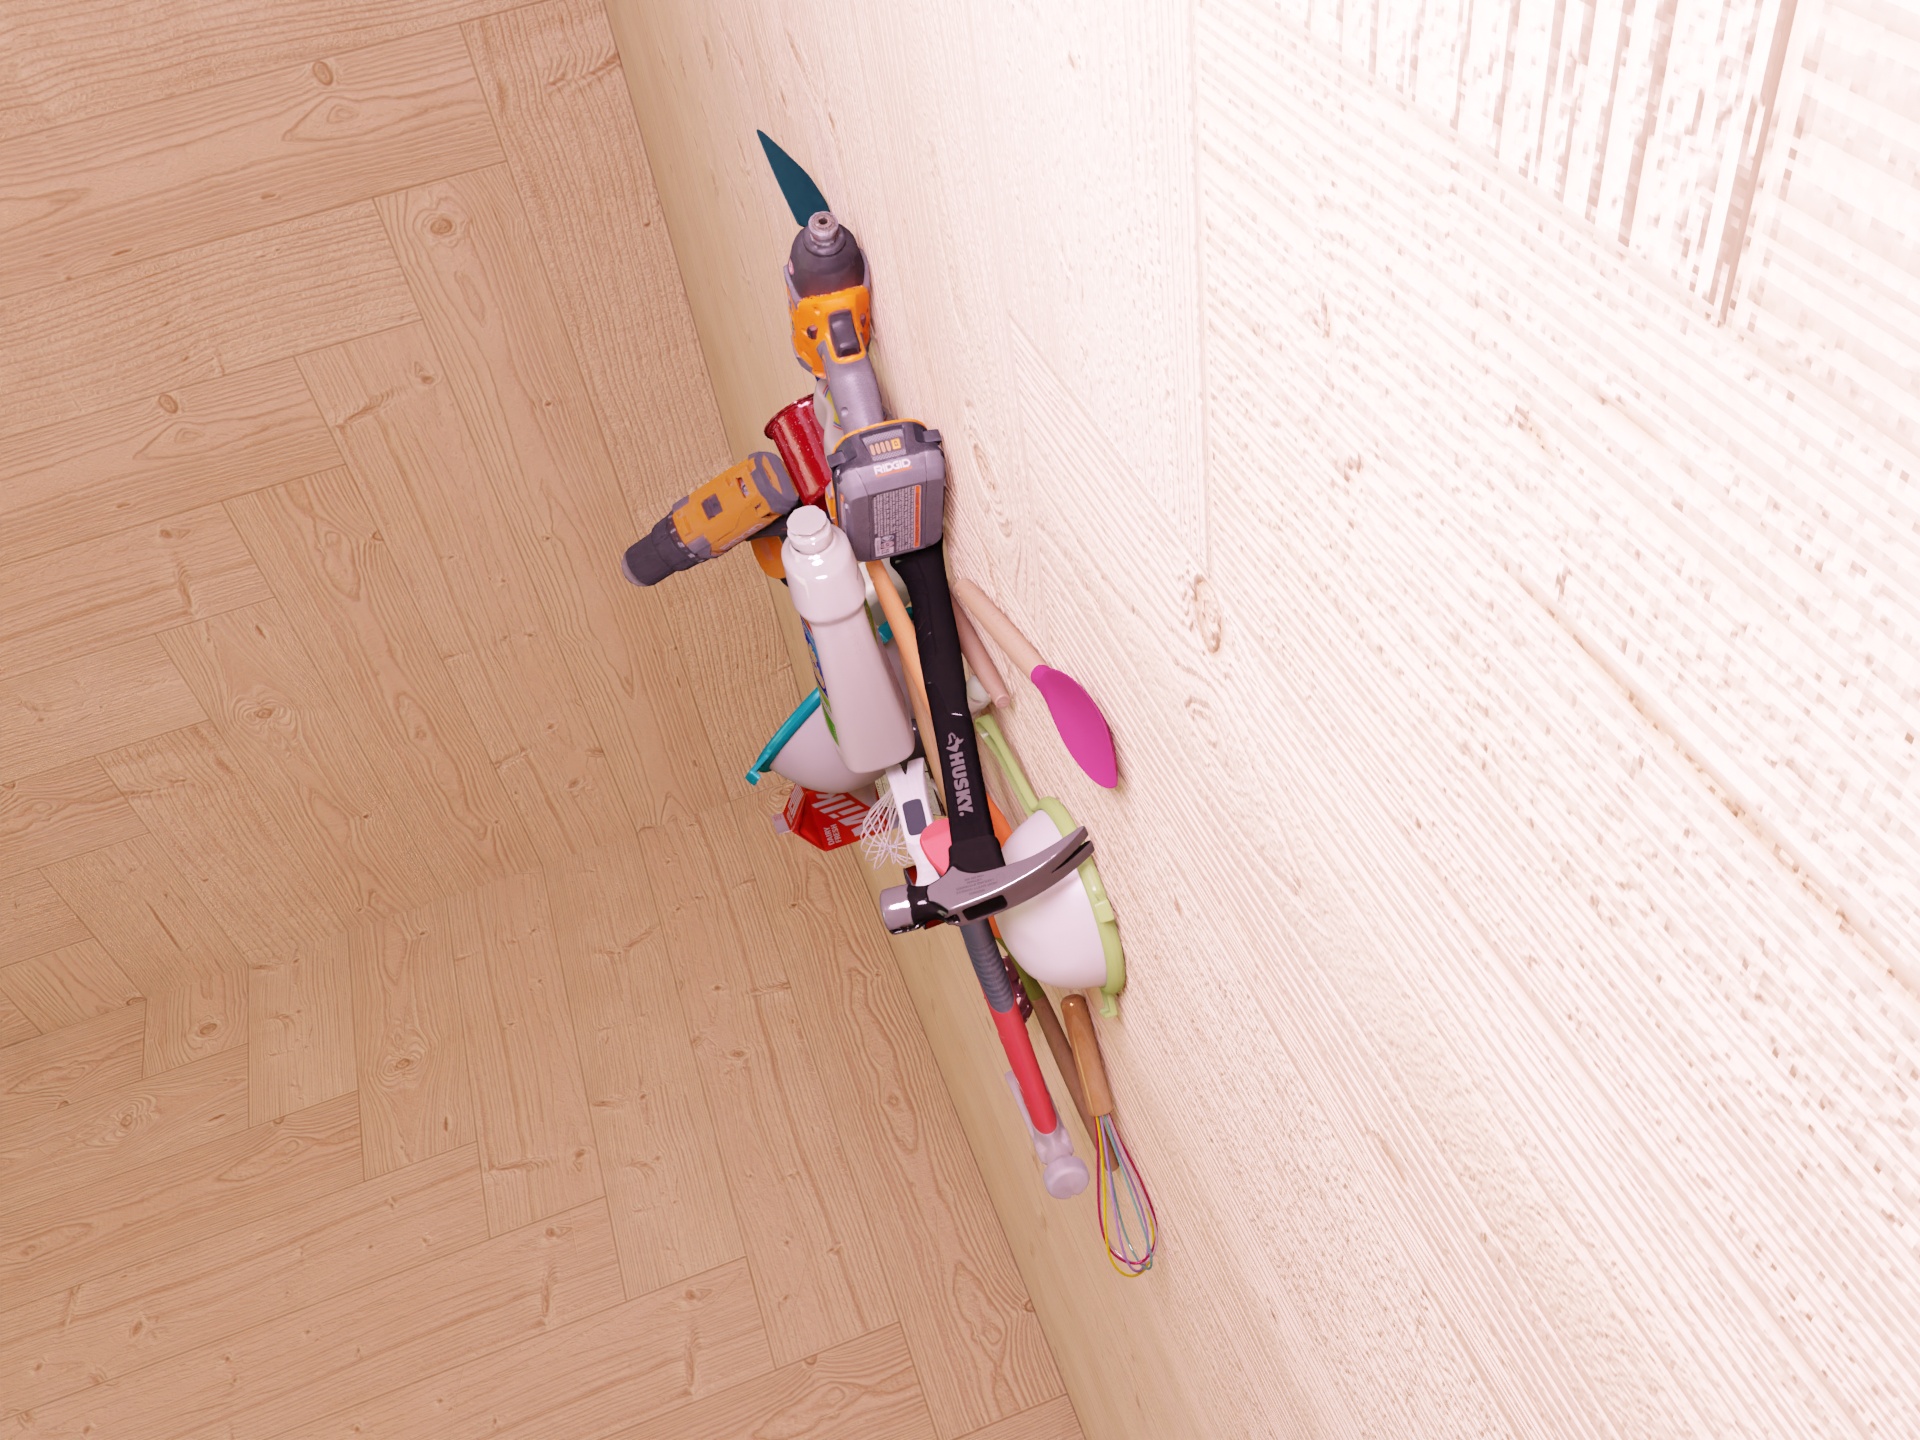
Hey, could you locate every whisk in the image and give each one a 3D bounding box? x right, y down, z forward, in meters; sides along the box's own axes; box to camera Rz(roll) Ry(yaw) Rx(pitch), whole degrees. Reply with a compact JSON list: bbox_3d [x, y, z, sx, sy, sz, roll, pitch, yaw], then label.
[{"bbox_3d":[-0.002,-0.004,1.335,0.246,0.058,0.059,132,150,-76],"label":"whisk"},{"bbox_3d":[0.120,0.346,1.318,0.051,0.047,0.245,-161,56,-81],"label":"whisk"},{"bbox_3d":[-0.053,0.066,1.457,0.284,0.070,0.070,105,146,-62],"label":"whisk"}]

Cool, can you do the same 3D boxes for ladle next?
[{"bbox_3d":[0.087,0.255,1.377,0.320,0.062,0.078,67,173,-17],"label":"ladle"},{"bbox_3d":[-0.008,0.065,1.355,0.069,0.031,0.315,-121,12,-55],"label":"ladle"}]

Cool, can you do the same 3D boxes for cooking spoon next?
[{"bbox_3d":[0.045,-0.039,1.037,0.319,0.017,0.068,-126,20,-62],"label":"cooking spoon"}]

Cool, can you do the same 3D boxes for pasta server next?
[{"bbox_3d":[0.042,0.196,1.516,0.060,0.040,0.315,49,158,38],"label":"pasta server"}]

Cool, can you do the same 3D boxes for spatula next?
[{"bbox_3d":[-0.128,-0.380,1.328,0.317,0.044,0.082,107,140,-78],"label":"spatula"},{"bbox_3d":[-0.012,0.023,1.261,0.081,0.041,0.322,-4,113,59],"label":"spatula"},{"bbox_3d":[-0.015,-0.102,1.290,0.316,0.018,0.059,-117,12,-51],"label":"spatula"}]

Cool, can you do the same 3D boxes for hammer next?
[{"bbox_3d":[-0.024,0.122,1.409,0.330,0.033,0.128,76,179,-74],"label":"hammer"},{"bbox_3d":[-0.002,-0.011,1.147,0.035,0.146,0.335,64,-167,-54],"label":"hammer"},{"bbox_3d":[0.030,0.219,1.286,0.143,0.038,0.385,-116,7,-53],"label":"hammer"}]

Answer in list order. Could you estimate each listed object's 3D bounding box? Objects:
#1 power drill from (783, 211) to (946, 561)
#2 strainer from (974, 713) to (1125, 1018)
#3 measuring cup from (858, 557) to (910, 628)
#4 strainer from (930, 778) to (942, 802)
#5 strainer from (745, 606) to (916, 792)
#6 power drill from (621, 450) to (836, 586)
[{"bbox_3d":[-0.077,-0.250,1.165,0.164,0.084,0.227,95,159,-69],"label":"power drill"},{"bbox_3d":[0.041,0.098,1.181,0.151,0.069,0.257,81,165,-51],"label":"strainer"},{"bbox_3d":[-0.071,-0.102,1.506,0.038,0.083,0.167,57,176,20],"label":"measuring cup"},{"bbox_3d":[0.014,0.126,1.507,0.087,0.050,0.258,52,164,37],"label":"strainer"},{"bbox_3d":[-0.075,-0.008,1.549,0.095,0.211,0.340,44,-168,3],"label":"strainer"},{"bbox_3d":[-0.201,-0.178,1.519,0.084,0.185,0.226,65,-158,9],"label":"power drill"}]
